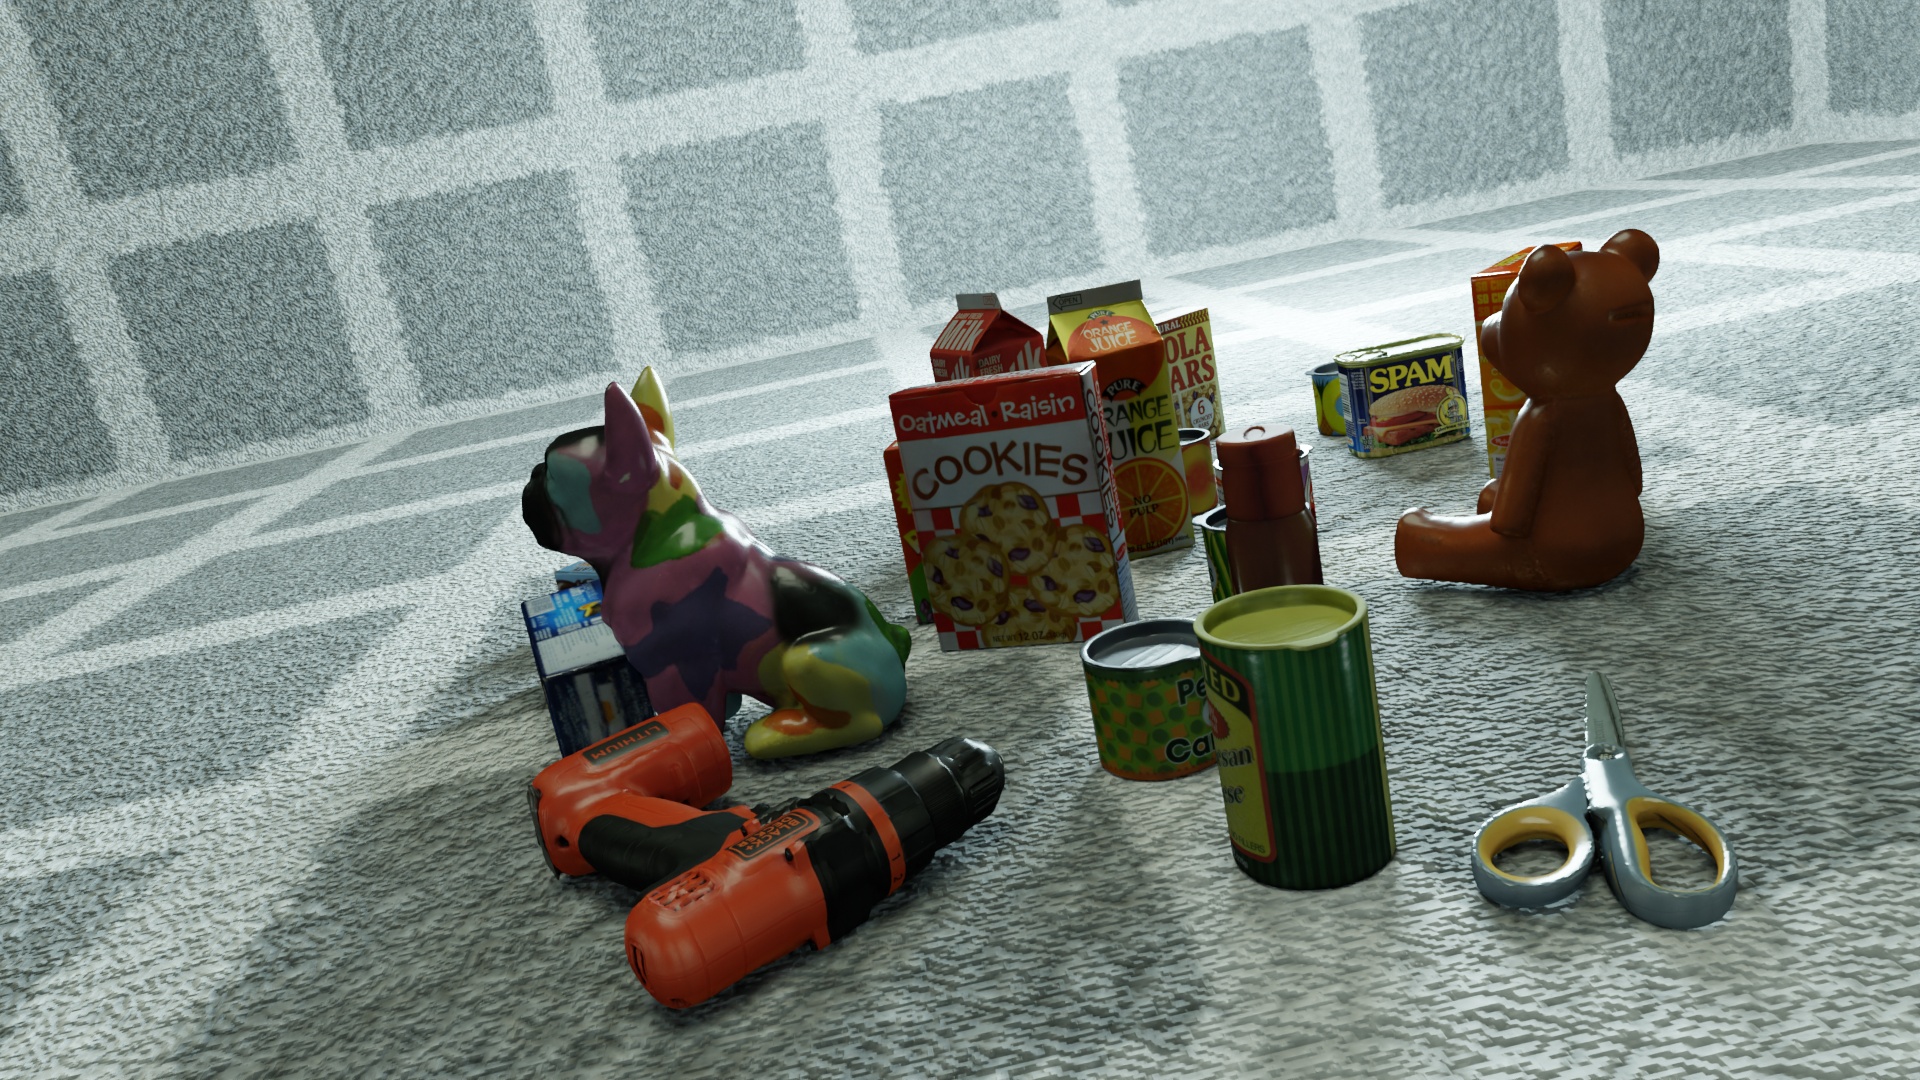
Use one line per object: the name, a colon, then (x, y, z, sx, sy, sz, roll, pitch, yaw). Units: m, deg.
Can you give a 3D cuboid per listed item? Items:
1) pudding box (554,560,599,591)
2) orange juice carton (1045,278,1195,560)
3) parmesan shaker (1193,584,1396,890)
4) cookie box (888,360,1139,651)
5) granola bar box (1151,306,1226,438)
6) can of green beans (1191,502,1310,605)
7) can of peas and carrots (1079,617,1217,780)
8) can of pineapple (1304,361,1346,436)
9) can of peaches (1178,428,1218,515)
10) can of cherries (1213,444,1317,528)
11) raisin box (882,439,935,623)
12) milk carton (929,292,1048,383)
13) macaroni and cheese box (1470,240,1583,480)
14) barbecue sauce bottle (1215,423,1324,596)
pudding box: (-0.274, 0.043, 1.079, 0.083, 0.049, 0.030, 0, 18, 36)
orange juice carton: (0.112, -0.087, 1.000, 0.072, 0.192, 0.073, -13, 14, -7)
parmesan shaker: (0.133, 0.077, 0.546, 0.071, 0.102, 0.071, -11, 14, 3)
cookie box: (0.034, -0.019, 0.851, 0.123, 0.167, 0.040, -6, 15, 21)
granola bar box: (0.168, -0.137, 1.276, 0.166, 0.124, 0.039, -22, 18, -35)
can of green beans: (0.183, 0.011, 0.846, 0.071, 0.057, 0.071, -11, 15, 3)
can of peas and carrots: (0.096, 0.075, 0.667, 0.071, 0.058, 0.071, -11, 15, 3)
can of pineapple: (0.348, -0.129, 1.243, 0.071, 0.057, 0.071, -11, 15, 3)
can of peaches: (0.165, -0.052, 1.092, 0.071, 0.058, 0.071, -11, 15, 3)
can of cherries: (0.217, -0.032, 0.977, 0.071, 0.058, 0.072, -11, 15, 3)
raisin box: (0.003, -0.012, 0.934, 0.086, 0.123, 0.040, -8, 15, 14)
milk carton: (0.030, -0.111, 1.154, 0.074, 0.190, 0.072, -19, 16, -26)
macaroni and cheese box: (0.381, -0.103, 0.910, 0.040, 0.166, 0.124, 0, 19, 39)
barbecue sauce bottle: (0.150, 0.021, 0.656, 0.043, 0.148, 0.065, -7, 15, 16)
